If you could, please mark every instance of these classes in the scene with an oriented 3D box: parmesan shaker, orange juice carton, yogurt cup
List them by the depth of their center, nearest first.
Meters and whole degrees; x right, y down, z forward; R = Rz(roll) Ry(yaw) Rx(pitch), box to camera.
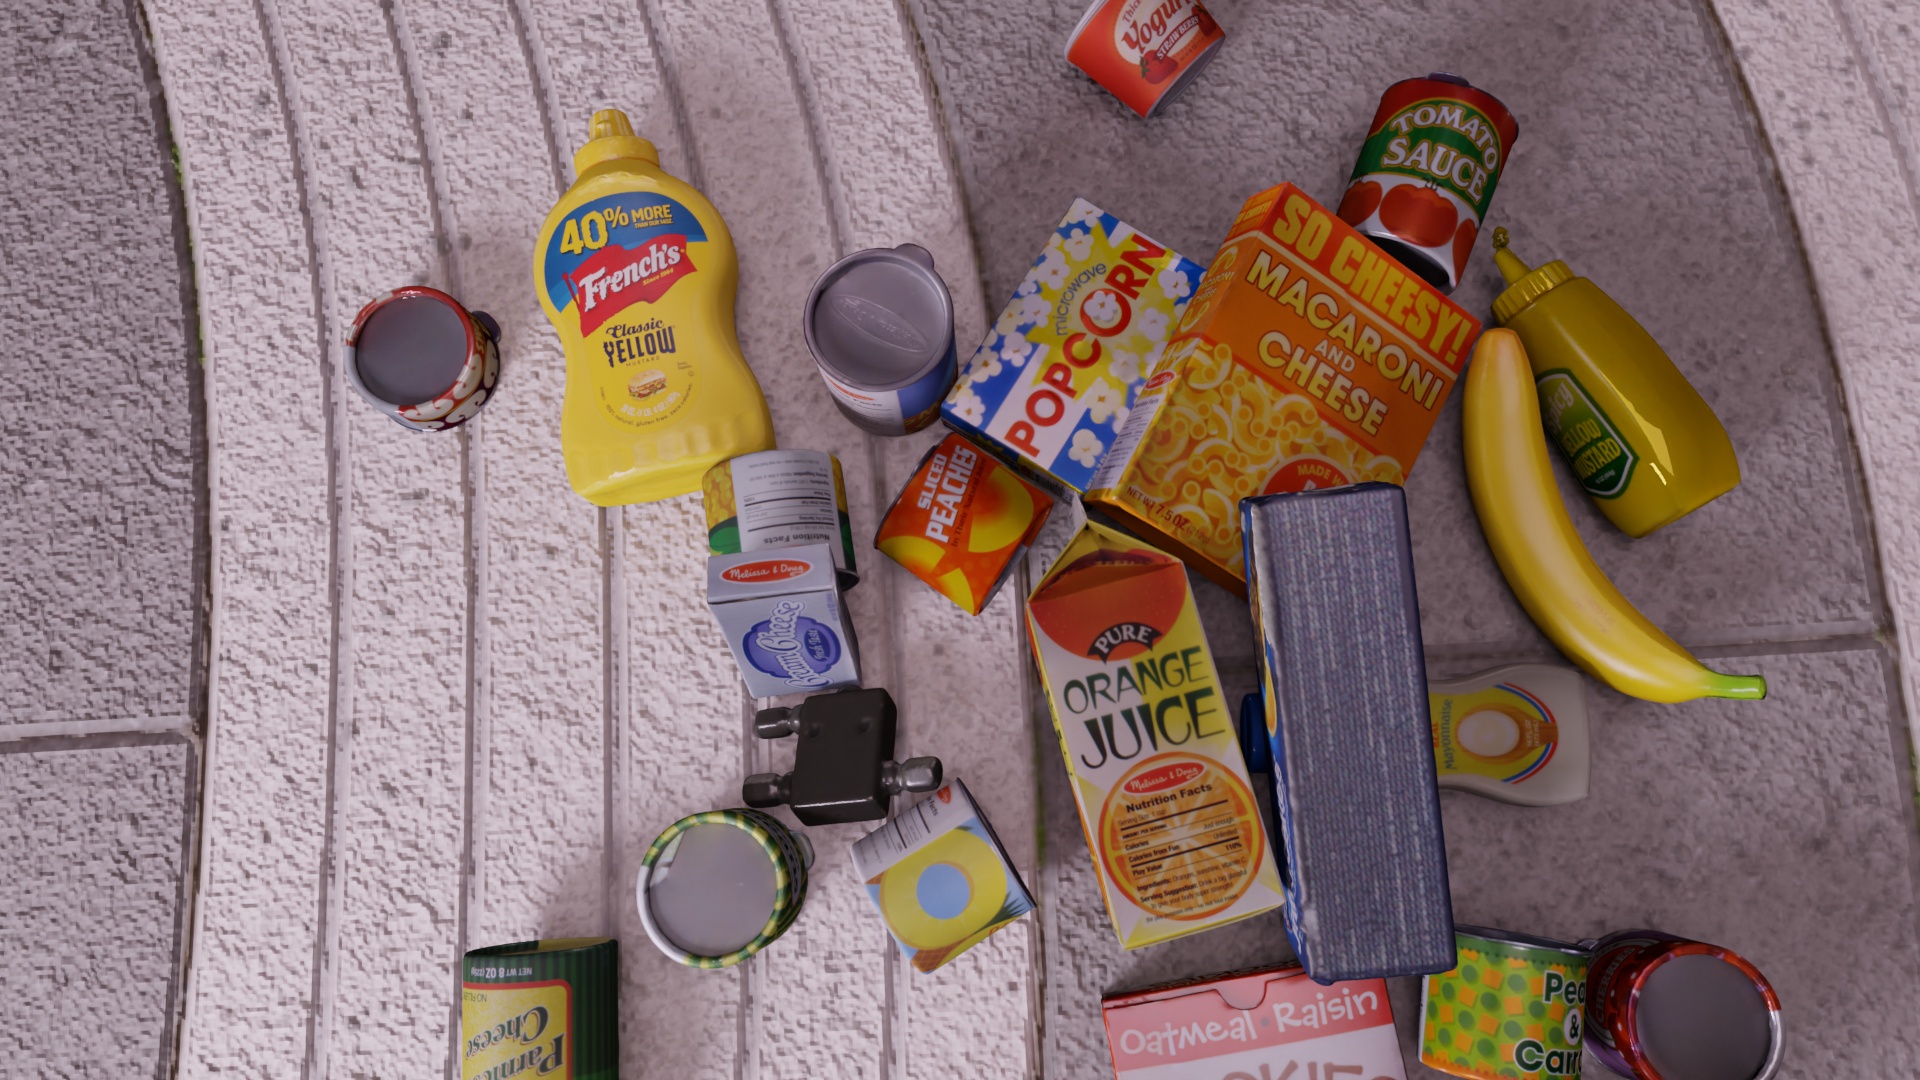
[{"bbox_3d":[-0.184,0.229,0.602,0.071,0.071,0.103,-4,79,1],"label":"parmesan shaker"},{"bbox_3d":[0.077,0.074,0.618,0.073,0.071,0.193,-16,80,0],"label":"orange juice carton"},{"bbox_3d":[0.092,-0.246,0.683,0.072,0.072,0.054,-45,89,-6],"label":"yogurt cup"}]

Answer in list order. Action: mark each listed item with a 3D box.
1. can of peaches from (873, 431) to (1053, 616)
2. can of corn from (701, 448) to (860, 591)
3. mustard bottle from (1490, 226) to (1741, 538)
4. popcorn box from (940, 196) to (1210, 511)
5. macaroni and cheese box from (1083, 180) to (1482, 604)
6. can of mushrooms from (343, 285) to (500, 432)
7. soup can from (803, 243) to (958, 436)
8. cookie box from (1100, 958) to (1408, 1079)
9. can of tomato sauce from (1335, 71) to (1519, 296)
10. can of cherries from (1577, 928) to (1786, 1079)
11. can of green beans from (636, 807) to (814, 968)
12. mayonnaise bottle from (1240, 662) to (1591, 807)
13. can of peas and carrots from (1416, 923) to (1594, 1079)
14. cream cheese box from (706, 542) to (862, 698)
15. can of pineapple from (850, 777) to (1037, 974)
[{"bbox_3d":[0.002,-0.008,0.637,0.058,0.071,0.071,35,83,6],"label":"can of peaches"},{"bbox_3d":[-0.084,-0.004,0.643,0.071,0.071,0.058,-10,76,0],"label":"can of corn"},{"bbox_3d":[0.291,-0.079,0.647,0.049,0.065,0.160,-26,74,-12],"label":"mustard bottle"},{"bbox_3d":[0.059,-0.089,0.667,0.085,0.038,0.127,32,82,7],"label":"popcorn box"},{"bbox_3d":[0.149,-0.060,0.639,0.123,0.040,0.166,31,81,-15],"label":"macaroni and cheese box"},{"bbox_3d":[-0.262,-0.091,0.680,0.071,0.033,0.071,0,79,3],"label":"can of mushrooms"},{"bbox_3d":[-0.033,-0.092,0.647,0.071,0.083,0.071,0,80,2],"label":"soup can"},{"bbox_3d":[0.136,0.271,0.596,0.123,0.040,0.167,-10,79,0],"label":"cookie box"},{"bbox_3d":[0.219,-0.167,0.660,0.071,0.071,0.083,22,82,6],"label":"can of tomato sauce"},{"bbox_3d":[0.303,0.202,0.594,0.071,0.058,0.071,0,80,2],"label":"can of cherries"},{"bbox_3d":[-0.105,0.153,0.617,0.071,0.057,0.071,0,80,2],"label":"can of green beans"},{"bbox_3d":[0.203,0.088,0.627,0.148,0.041,0.065,0,83,2],"label":"mayonnaise bottle"},{"bbox_3d":[0.233,0.198,0.592,0.071,0.071,0.059,8,81,3],"label":"can of peas and carrots"},{"bbox_3d":[-0.076,0.038,0.615,0.053,0.103,0.024,-6,61,0],"label":"cream cheese box"},{"bbox_3d":[-0.007,0.149,0.611,0.058,0.071,0.071,-31,80,-3],"label":"can of pineapple"}]
